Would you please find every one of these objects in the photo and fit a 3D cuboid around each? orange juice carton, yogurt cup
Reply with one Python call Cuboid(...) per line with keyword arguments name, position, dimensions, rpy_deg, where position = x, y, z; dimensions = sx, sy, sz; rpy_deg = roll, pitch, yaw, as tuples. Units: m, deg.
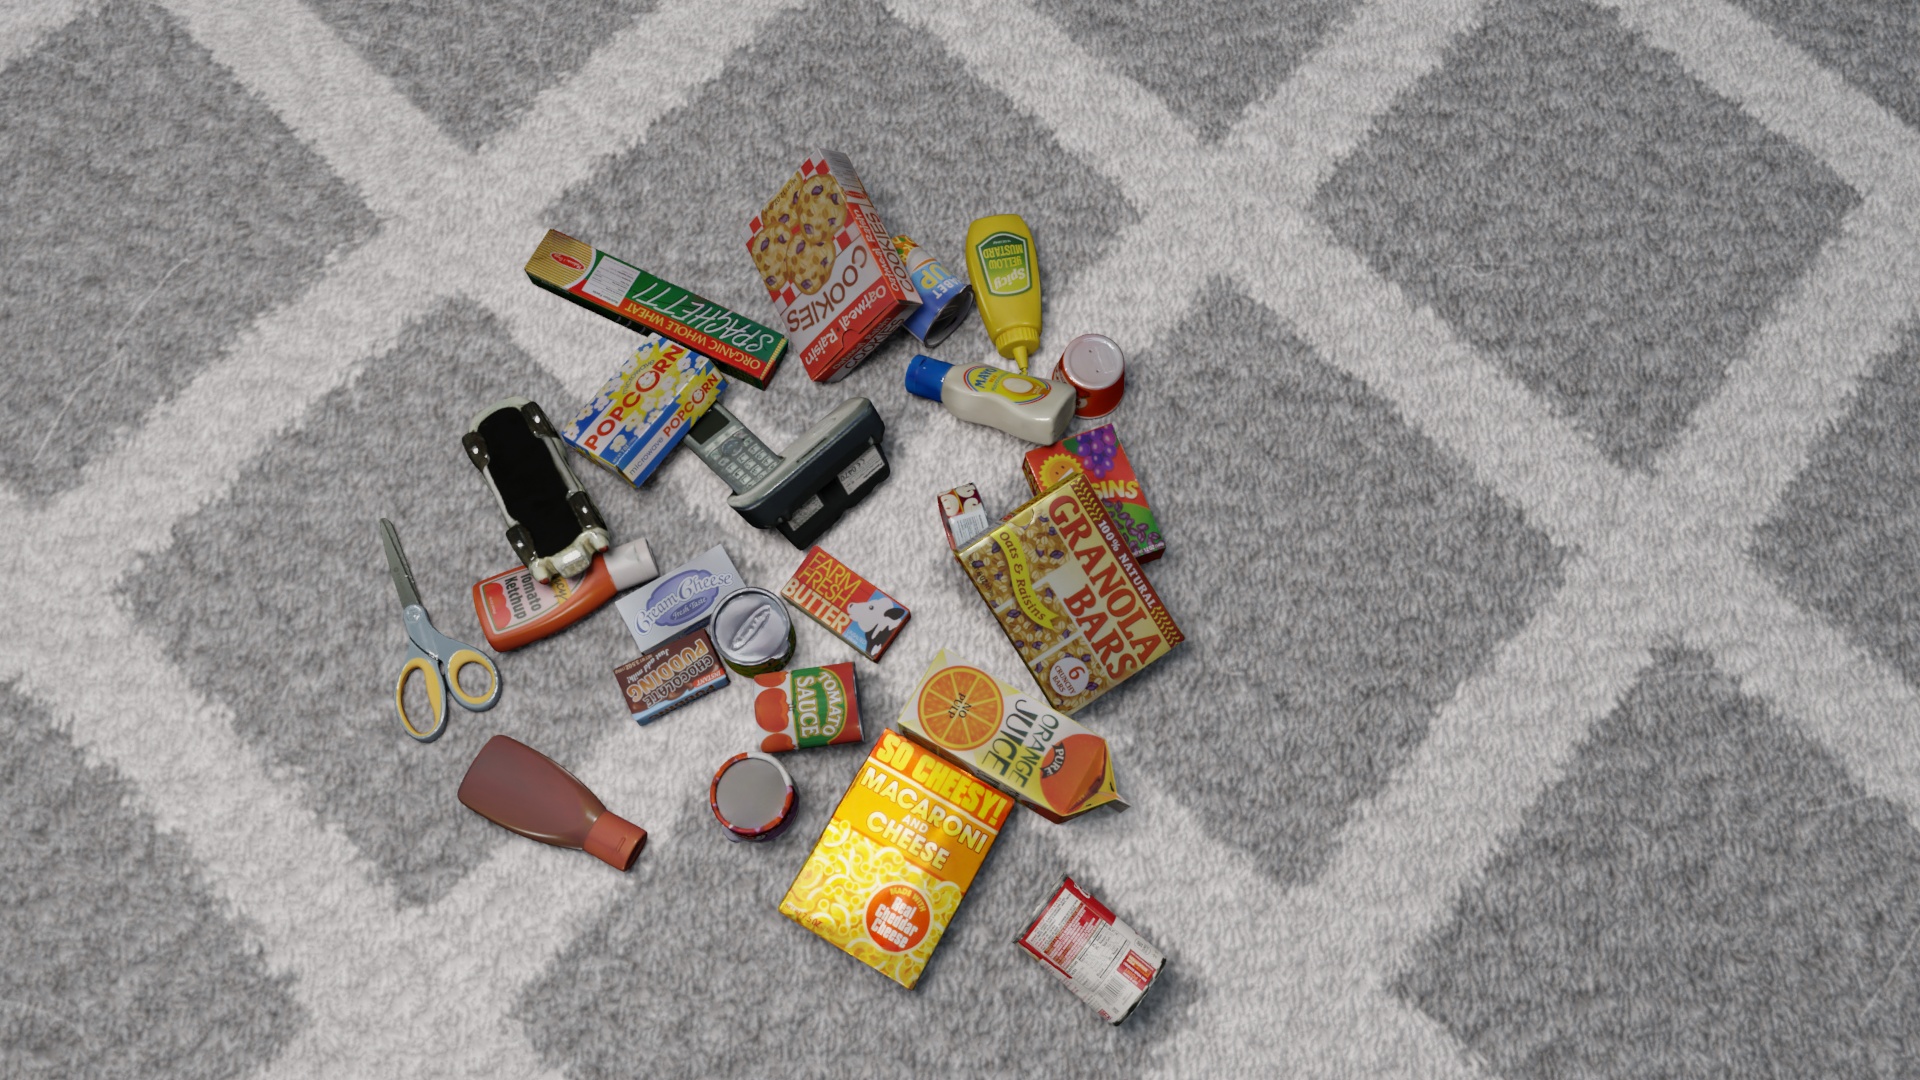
Cuboid(name="orange juice carton", position=(0.050, 0.169, 1.123), dimensions=(0.193, 0.071, 0.073), rpy_deg=(29, 74, 8))
Cuboid(name="yogurt cup", position=(0.116, -0.149, 1.240), dimensions=(0.072, 0.053, 0.072), rpy_deg=(1, 72, -2))

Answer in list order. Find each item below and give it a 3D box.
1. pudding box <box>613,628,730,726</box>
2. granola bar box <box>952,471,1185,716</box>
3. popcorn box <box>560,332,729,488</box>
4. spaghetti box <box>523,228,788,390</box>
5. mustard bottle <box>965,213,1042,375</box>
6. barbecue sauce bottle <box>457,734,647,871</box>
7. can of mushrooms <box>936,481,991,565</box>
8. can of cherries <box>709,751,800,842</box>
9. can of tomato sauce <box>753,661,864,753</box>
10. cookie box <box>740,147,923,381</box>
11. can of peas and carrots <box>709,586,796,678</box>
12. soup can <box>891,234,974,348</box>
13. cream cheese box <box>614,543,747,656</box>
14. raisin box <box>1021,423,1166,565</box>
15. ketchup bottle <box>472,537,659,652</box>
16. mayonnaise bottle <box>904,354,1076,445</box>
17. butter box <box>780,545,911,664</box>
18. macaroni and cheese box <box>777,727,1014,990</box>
Cuboid(name="pudding box", position=(-0.240, 0.114, 1.158), dimensions=(0.084, 0.030, 0.050), rpy_deg=(-25, 75, -9))
Cuboid(name="granola bar box", position=(0.090, 0.045, 1.147), dimensions=(0.124, 0.039, 0.165), rpy_deg=(-33, 97, -5))
Cuboid(name="popcorn box", position=(-0.276, -0.115, 1.213), dimensions=(0.085, 0.038, 0.127), rpy_deg=(27, 71, 37))
Cuboid(name="spaghetti box", position=(-0.276, -0.210, 1.265), dimensions=(0.250, 0.028, 0.050), rpy_deg=(25, 73, 7))
Cuboid(name="mustard bottle", position=(0.046, -0.218, 1.264), dimensions=(0.065, 0.048, 0.160), rpy_deg=(-10, 72, -3))
Cuboid(name="barbecue sauce bottle", position=(-0.324, 0.216, 1.116), dimensions=(0.148, 0.043, 0.065), rpy_deg=(26, 74, 7))
Cuboid(name="can of mushrooms", position=(0.004, -0.015, 1.188), dimensions=(0.033, 0.071, 0.071), rpy_deg=(-18, 73, -5))
Cuboid(name="can of cherries", position=(-0.166, 0.208, 1.113), dimensions=(0.071, 0.058, 0.071), rpy_deg=(0, 71, -1))
Cuboid(name="can of tomato sauce", position=(-0.123, 0.136, 1.132), dimensions=(0.083, 0.071, 0.071), rpy_deg=(-7, 72, -3))
Cuboid(name="cookie box", position=(-0.118, -0.243, 1.236), dimensions=(0.122, 0.040, 0.168), rpy_deg=(-37, 71, 34))
Cuboid(name="can of peas and carrots", position=(-0.170, 0.079, 1.156), dimensions=(0.071, 0.058, 0.071), rpy_deg=(0, 72, -1))
Cuboid(name="soup can", position=(-0.038, -0.228, 1.254), dimensions=(0.084, 0.071, 0.071), rpy_deg=(42, 76, 12))
Cuboid(name="cream cheese box", position=(-0.236, 0.051, 1.182), dimensions=(0.104, 0.024, 0.053), rpy_deg=(-30, 73, -11))
Cuboid(name="raisin box", position=(0.115, -0.030, 1.208), dimensions=(0.086, 0.040, 0.123), rpy_deg=(-20, 74, -6))
Cuboid(name="ketchup bottle", position=(-0.331, 0.040, 1.174), dimensions=(0.149, 0.043, 0.065), rpy_deg=(-21, 66, -8))
Cuboid(name="mayonnaise bottle", position=(0.024, -0.128, 1.223), dimensions=(0.148, 0.041, 0.065), rpy_deg=(18, 45, 19))
Cuboid(name="butter box", position=(-0.098, 0.054, 1.183), dimensions=(0.103, 0.024, 0.053), rpy_deg=(34, 75, 10))
Cuboid(name="macaroni and cheese box", position=(-0.050, 0.253, 1.110), dimensions=(0.124, 0.040, 0.167), rpy_deg=(29, 74, 8))
